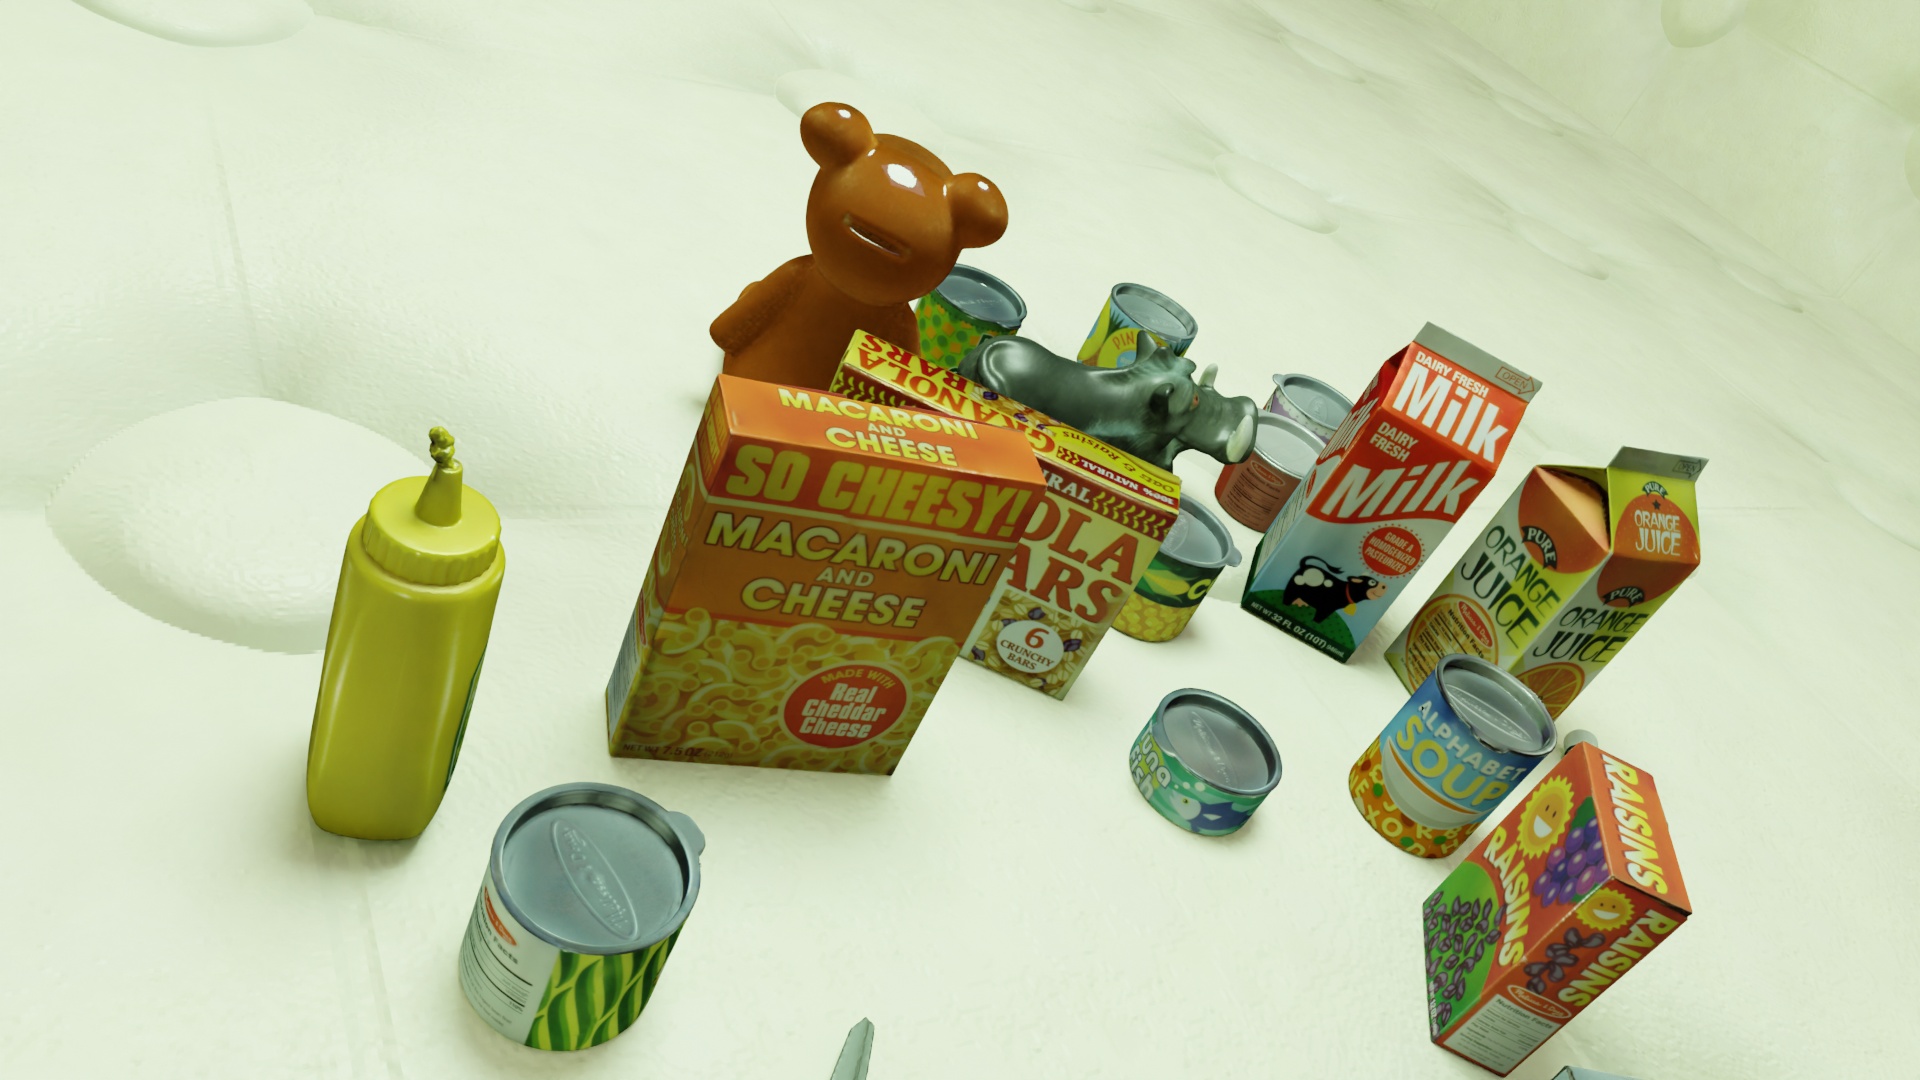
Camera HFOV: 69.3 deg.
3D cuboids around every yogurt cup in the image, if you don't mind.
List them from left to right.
[{"bbox_3d":[0.199,-0.041,0.890,0.072,0.053,0.073,18,35,-13],"label":"yogurt cup"}]

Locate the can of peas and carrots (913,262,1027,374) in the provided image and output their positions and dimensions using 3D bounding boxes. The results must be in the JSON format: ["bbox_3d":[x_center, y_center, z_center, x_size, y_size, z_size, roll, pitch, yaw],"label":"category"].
[{"bbox_3d":[0.002,-0.131,0.872,0.071,0.058,0.071,18,35,-13],"label":"can of peas and carrots"}]

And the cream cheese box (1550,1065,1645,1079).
[{"bbox_3d":[0.275,0.245,0.566,0.104,0.053,0.024,16,36,-16],"label":"cream cheese box"}]

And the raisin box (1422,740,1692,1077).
[{"bbox_3d":[0.253,0.160,0.601,0.040,0.122,0.086,27,34,-1],"label":"raisin box"}]

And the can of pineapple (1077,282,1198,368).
[{"bbox_3d":[0.121,-0.135,0.958,0.071,0.057,0.071,18,35,-13],"label":"can of pineapple"}]

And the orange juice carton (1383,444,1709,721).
[{"bbox_3d":[0.328,0.025,0.767,0.072,0.191,0.073,7,39,-27],"label":"orange juice carton"}]

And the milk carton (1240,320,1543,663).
[{"bbox_3d":[0.239,-0.030,0.782,0.072,0.189,0.074,29,34,3],"label":"milk carton"}]

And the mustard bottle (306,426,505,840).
[{"bbox_3d":[-0.178,0.029,0.451,0.049,0.159,0.065,12,37,-21],"label":"mustard bottle"}]

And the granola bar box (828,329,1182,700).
[{"bbox_3d":[0.002,-0.008,0.653,0.165,0.123,0.039,24,34,-4],"label":"granola bar box"}]

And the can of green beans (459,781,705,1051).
[{"bbox_3d":[-0.125,0.123,0.455,0.071,0.057,0.071,18,35,-13],"label":"can of green beans"}]

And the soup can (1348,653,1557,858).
[{"bbox_3d":[0.244,0.110,0.695,0.071,0.083,0.072,18,35,-13],"label":"soup can"}]

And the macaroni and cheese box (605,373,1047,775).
[{"bbox_3d":[-0.057,0.020,0.538,0.124,0.165,0.040,9,38,-25],"label":"macaroni and cheese box"}]

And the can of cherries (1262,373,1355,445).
[{"bbox_3d":[0.231,-0.073,0.950,0.071,0.058,0.072,18,35,-13],"label":"can of cherries"}]

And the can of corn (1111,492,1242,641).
[{"bbox_3d":[0.108,0.014,0.753,0.071,0.058,0.071,18,35,-13],"label":"can of corn"}]

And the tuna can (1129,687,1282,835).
[{"bbox_3d":[0.114,0.105,0.660,0.071,0.032,0.071,18,35,-13],"label":"tuna can"}]
